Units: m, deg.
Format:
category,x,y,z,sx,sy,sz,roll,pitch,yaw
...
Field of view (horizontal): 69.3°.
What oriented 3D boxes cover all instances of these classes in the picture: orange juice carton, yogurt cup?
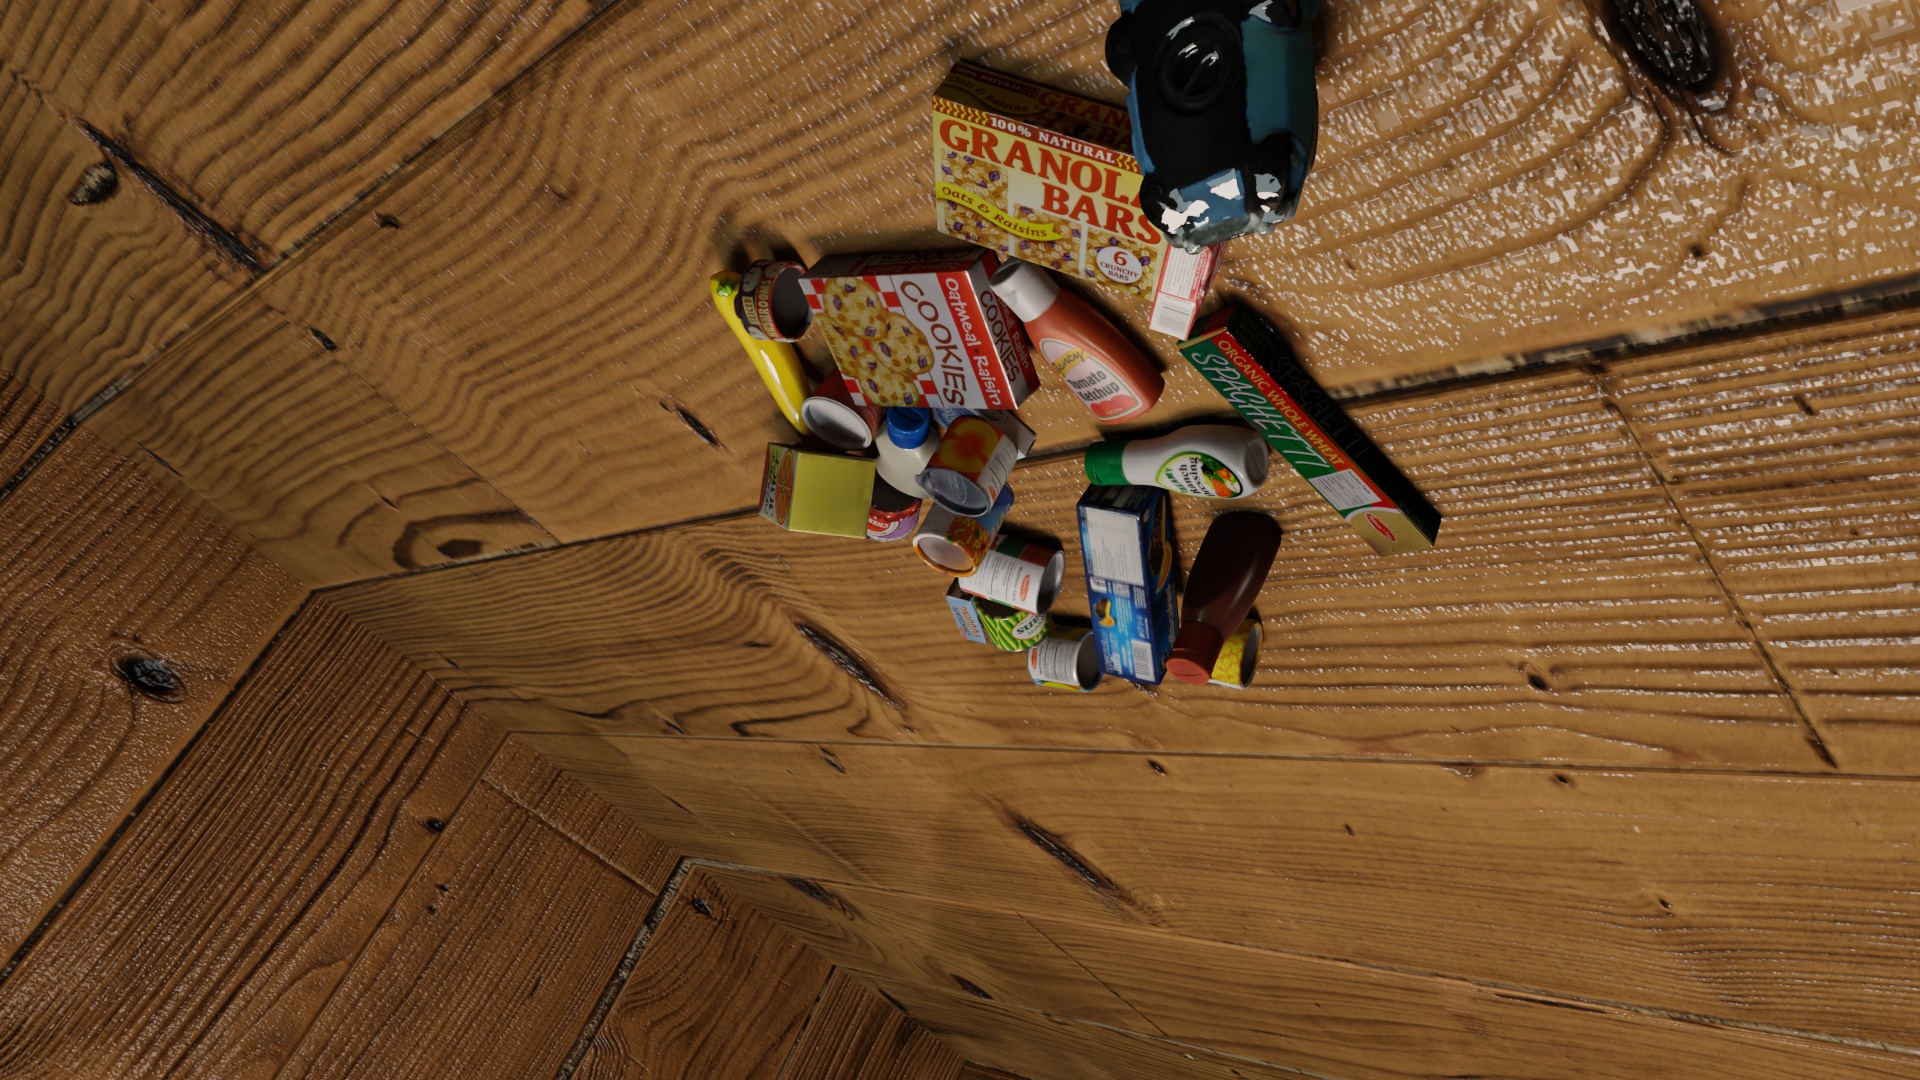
category,x,y,z,sx,sy,sz,roll,pitch,yaw
orange juice carton,-0.141,-0.050,1.296,0.073,0.071,0.193,6,-175,-19
yogurt cup,-0.098,-0.120,1.224,0.072,0.054,0.072,21,151,13

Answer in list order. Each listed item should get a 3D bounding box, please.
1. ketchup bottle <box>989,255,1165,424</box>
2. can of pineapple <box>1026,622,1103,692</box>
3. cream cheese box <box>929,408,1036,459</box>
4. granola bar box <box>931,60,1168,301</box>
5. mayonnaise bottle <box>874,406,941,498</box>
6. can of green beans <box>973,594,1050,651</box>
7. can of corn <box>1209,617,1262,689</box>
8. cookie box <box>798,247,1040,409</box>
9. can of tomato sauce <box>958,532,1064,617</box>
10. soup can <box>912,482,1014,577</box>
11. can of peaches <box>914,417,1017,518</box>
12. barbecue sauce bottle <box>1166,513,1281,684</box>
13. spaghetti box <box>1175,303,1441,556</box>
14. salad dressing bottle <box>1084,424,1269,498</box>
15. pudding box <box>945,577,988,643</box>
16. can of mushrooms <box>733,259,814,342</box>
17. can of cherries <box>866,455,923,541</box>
category,x,y,z,sx,sy,sz,roll,pitch,yaw
ketchup bottle,0.083,-0.150,1.026,0.148,0.044,0.064,43,149,-24
can of pineapple,0.111,0.119,1.424,0.058,0.071,0.070,5,144,36
cream cheese box,0.010,-0.106,1.184,0.103,0.024,0.053,40,151,-20
granola bar box,0.065,-0.233,0.909,0.166,0.039,0.123,21,152,14
mayonnaise bottle,-0.045,-0.084,1.222,0.065,0.041,0.147,28,164,7
can of green beans,0.051,0.068,1.390,0.071,0.071,0.057,12,147,27
can of corn,0.239,0.097,1.273,0.058,0.071,0.071,11,147,28
cookie box,-0.032,-0.164,1.086,0.167,0.040,0.122,5,132,37
can of tomato sauce,0.050,0.029,1.330,0.083,0.071,0.071,17,150,20
soup can,0.005,-0.016,1.273,0.071,0.084,0.071,21,151,12
can of peaches,0.005,-0.062,1.169,0.071,0.058,0.071,23,153,13
barbecue sauce bottle,0.209,0.046,1.126,0.065,0.149,0.043,-7,135,47
spaghetti box,0.257,-0.076,1.009,0.249,0.029,0.050,41,149,-22
salad dressing bottle,0.168,-0.062,1.095,0.147,0.044,0.064,2,141,40
pudding box,0.014,0.063,1.432,0.030,0.050,0.083,13,148,23
can of mushrooms,-0.150,-0.195,1.131,0.033,0.071,0.070,9,146,28
can of cherries,-0.070,-0.039,1.315,0.071,0.072,0.058,26,151,4
